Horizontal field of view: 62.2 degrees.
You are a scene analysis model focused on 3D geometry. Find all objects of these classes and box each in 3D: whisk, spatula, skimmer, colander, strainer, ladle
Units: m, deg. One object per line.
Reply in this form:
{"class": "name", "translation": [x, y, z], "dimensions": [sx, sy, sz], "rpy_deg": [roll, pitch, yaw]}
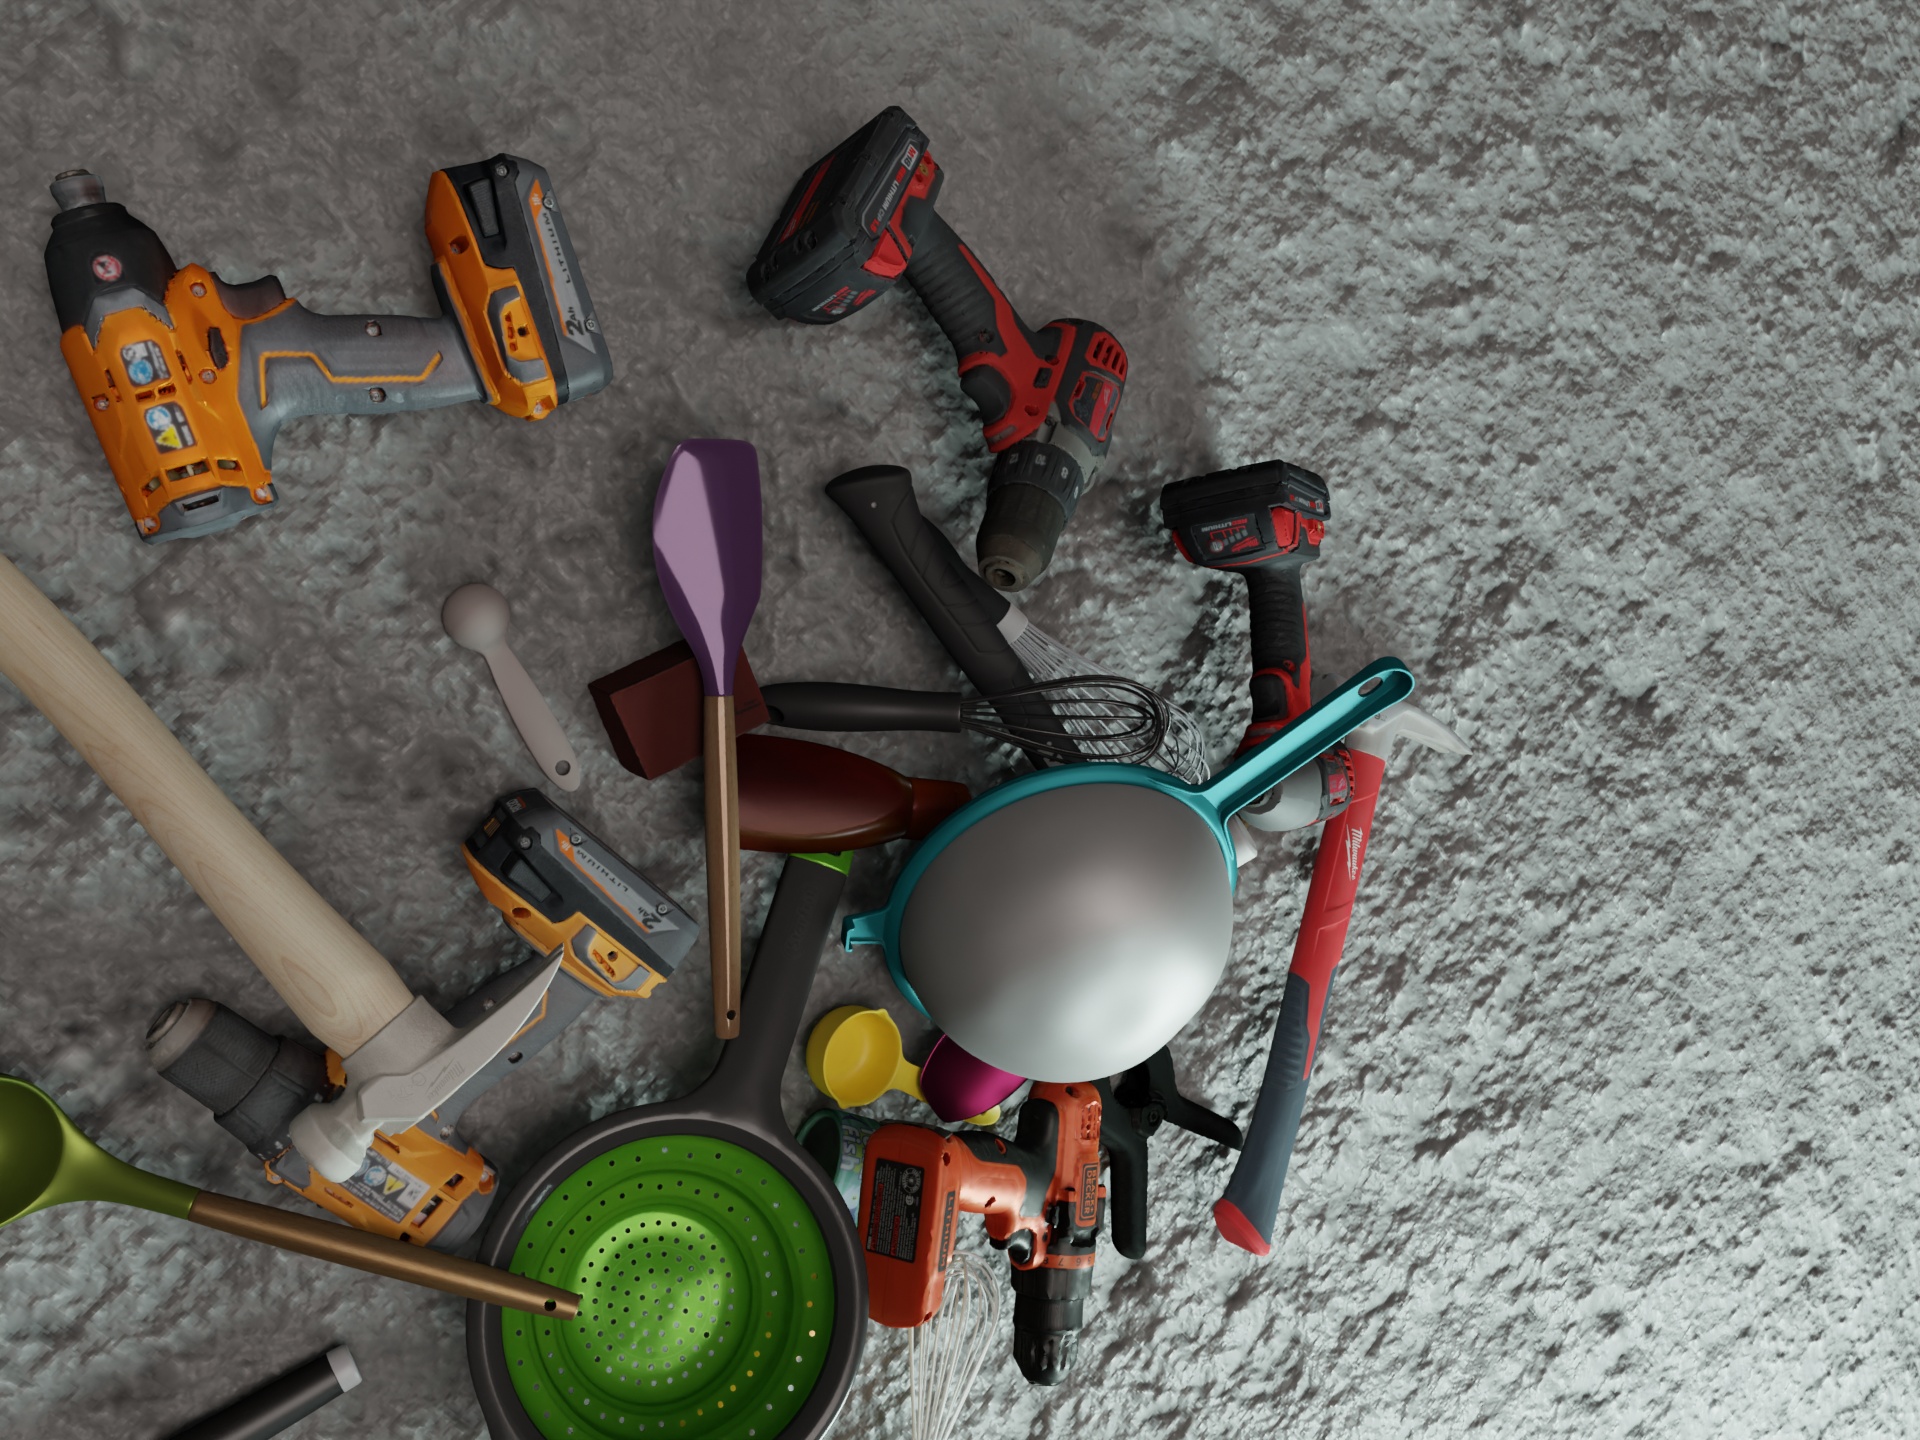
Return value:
{"class": "whisk", "translation": [-0.022, 0.445, 0.954], "dimensions": [0.059, 0.058, 0.246], "rpy_deg": [18, 72, -18]}
{"class": "whisk", "translation": [-0.001, -0.003, 0.894], "dimensions": [0.239, 0.055, 0.055], "rpy_deg": [3, 95, 3]}
{"class": "spatula", "translation": [-0.128, 0.012, 0.833], "dimensions": [0.059, 0.018, 0.316], "rpy_deg": [-4, 97, -27]}
{"class": "skimmer", "translation": [-0.453, 0.392, 0.721], "dimensions": [0.363, 0.090, 0.127], "rpy_deg": [-25, 76, -26]}
{"class": "colander", "translation": [-0.136, 0.240, 0.882], "dimensions": [0.204, 0.094, 0.397], "rpy_deg": [21, 67, -9]}
{"class": "strainer", "translation": [0.116, 0.094, 0.866], "dimensions": [0.340, 0.095, 0.210], "rpy_deg": [-38, 127, 15]}
{"class": "ladle", "translation": [-0.334, 0.237, 0.742], "dimensions": [0.320, 0.062, 0.078], "rpy_deg": [20, 86, -12]}
{"class": "whisk", "translation": [0.050, -0.038, 0.965], "dimensions": [0.284, 0.070, 0.070], "rpy_deg": [40, 77, -21]}

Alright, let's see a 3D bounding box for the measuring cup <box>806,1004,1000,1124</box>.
{"class": "measuring cup", "translation": [-0.033, 0.218, 0.970], "dimensions": [0.156, 0.029, 0.062], "rpy_deg": [34, 74, -39]}

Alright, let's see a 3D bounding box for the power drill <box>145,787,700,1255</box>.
{"class": "power drill", "translation": [-0.267, 0.140, 0.802], "dimensions": [0.185, 0.084, 0.226], "rpy_deg": [44, 80, -23]}

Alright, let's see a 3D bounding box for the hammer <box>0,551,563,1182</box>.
{"class": "hammer", "translation": [-0.359, 0.012, 0.711], "dimensions": [0.146, 0.038, 0.410], "rpy_deg": [-41, 101, -10]}

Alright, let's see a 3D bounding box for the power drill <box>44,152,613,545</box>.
{"class": "power drill", "translation": [-0.297, -0.193, 0.744], "dimensions": [0.226, 0.084, 0.164], "rpy_deg": [-23, 106, -20]}

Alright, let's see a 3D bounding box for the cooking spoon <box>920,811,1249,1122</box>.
{"class": "cooking spoon", "translation": [0.095, 0.140, 1.021], "dimensions": [0.319, 0.017, 0.068], "rpy_deg": [-38, 115, -23]}

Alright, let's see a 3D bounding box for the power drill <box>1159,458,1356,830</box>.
{"class": "power drill", "translation": [0.188, -0.041, 0.975], "dimensions": [0.143, 0.078, 0.220], "rpy_deg": [-4, 85, -61]}

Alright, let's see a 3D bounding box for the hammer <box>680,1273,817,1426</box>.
{"class": "hammer", "translation": [-0.136, 0.389, 0.887], "dimensions": [0.337, 0.127, 0.034], "rpy_deg": [-45, 120, -23]}

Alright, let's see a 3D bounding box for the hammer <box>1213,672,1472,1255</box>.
{"class": "hammer", "translation": [0.253, 0.172, 1.090], "dimensions": [0.143, 0.038, 0.386], "rpy_deg": [20, 81, -30]}

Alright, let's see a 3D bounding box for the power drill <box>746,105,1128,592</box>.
{"class": "power drill", "translation": [-0.005, -0.196, 0.872], "dimensions": [0.226, 0.080, 0.188], "rpy_deg": [40, 52, -28]}

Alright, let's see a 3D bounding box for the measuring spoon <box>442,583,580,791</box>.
{"class": "measuring spoon", "translation": [-0.230, -0.015, 0.834], "dimensions": [0.034, 0.018, 0.124], "rpy_deg": [-33, 111, -22]}

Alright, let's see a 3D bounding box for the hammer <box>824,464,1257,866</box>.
{"class": "hammer", "translation": [0.028, -0.009, 0.932], "dimensions": [0.146, 0.035, 0.334], "rpy_deg": [-32, 110, 13]}
